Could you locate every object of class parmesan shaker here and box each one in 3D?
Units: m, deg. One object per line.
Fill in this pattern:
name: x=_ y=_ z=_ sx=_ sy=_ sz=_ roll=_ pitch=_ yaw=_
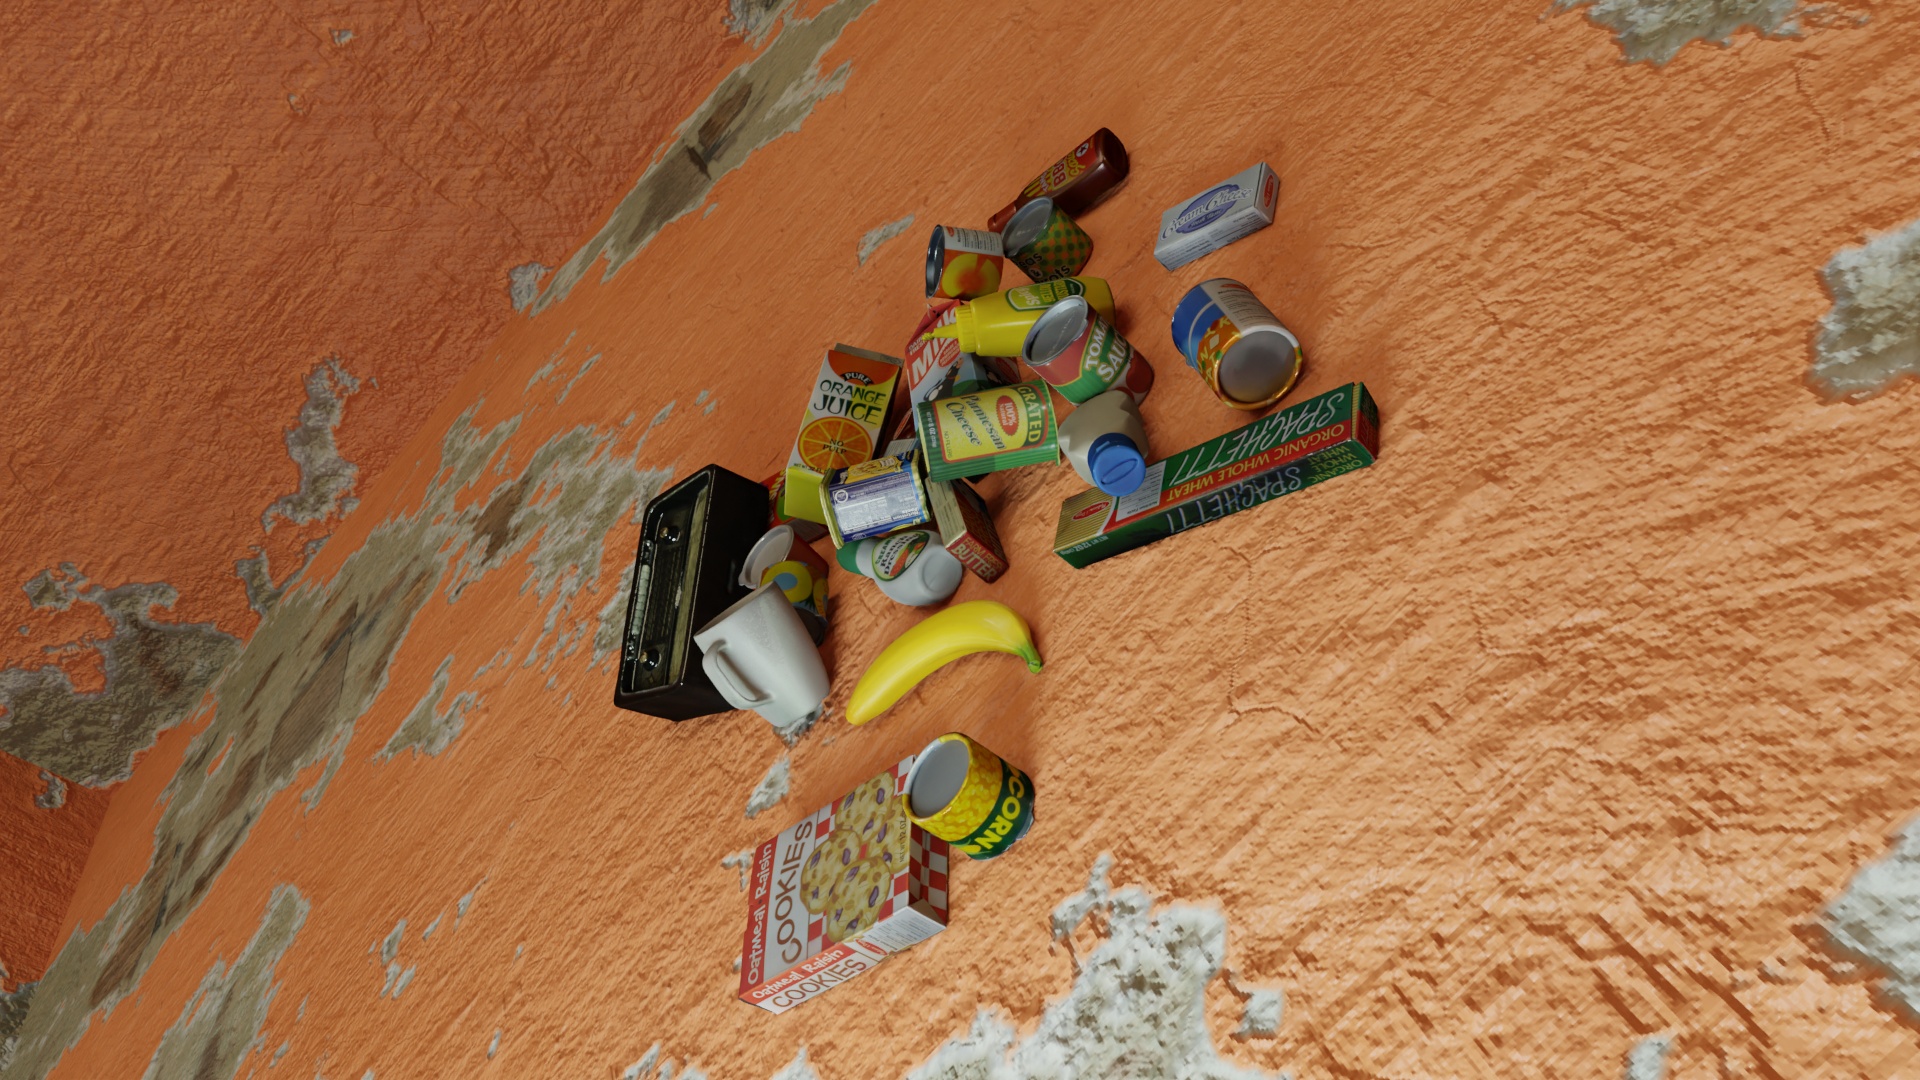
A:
parmesan shaker: x=0.022 y=-0.084 z=1.099 sx=0.103 sy=0.071 sz=0.071 roll=-11 pitch=35 yaw=-4

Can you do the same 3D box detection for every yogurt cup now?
yogurt cup: x=-0.160 y=0.027 z=1.285 sx=0.072 sy=0.054 sz=0.073 roll=-34 pitch=35 yaw=28

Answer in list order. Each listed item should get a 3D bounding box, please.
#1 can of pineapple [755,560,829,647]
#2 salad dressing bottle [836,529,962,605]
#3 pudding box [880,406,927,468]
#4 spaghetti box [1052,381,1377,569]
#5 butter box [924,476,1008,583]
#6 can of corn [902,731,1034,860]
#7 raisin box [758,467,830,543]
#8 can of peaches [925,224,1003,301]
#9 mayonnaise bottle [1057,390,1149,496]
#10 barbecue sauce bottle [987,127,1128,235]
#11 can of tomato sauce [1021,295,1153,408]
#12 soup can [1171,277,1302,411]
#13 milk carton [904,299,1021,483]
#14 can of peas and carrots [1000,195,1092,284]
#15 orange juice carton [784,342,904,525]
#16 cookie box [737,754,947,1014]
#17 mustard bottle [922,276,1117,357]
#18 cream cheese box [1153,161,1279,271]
can of pineapple: x=-0.149 y=0.060 z=1.225 sx=0.070 sy=0.071 sz=0.058 roll=-34 pitch=35 yaw=28
salad dressing bottle: x=-0.055 y=0.018 z=1.162 sx=0.064 sy=0.044 sz=0.147 roll=-54 pitch=29 yaw=-16
pudding box: x=-0.042 y=-0.083 z=1.265 sx=0.049 sy=0.030 sz=0.084 roll=-2 pitch=56 yaw=55
spaghetti box: x=0.166 y=-0.039 z=0.937 sx=0.249 sy=0.028 sz=0.050 roll=-22 pitch=41 yaw=41
butter box: x=0.004 y=-0.014 z=1.107 sx=0.024 sy=0.053 sz=0.104 roll=-41 pitch=32 yaw=15
can of corn: x=0.006 y=0.167 z=0.907 sx=0.071 sy=0.058 sz=0.071 roll=-34 pitch=35 yaw=28
raisin box: x=-0.171 y=-0.030 z=1.375 sx=0.123 sy=0.040 sz=0.086 roll=-25 pitch=41 yaw=39
can of peaches: x=0.003 y=-0.250 z=1.268 sx=0.071 sy=0.058 sz=0.071 roll=-175 pitch=89 yaw=-75
mayonnaise bottle: x=0.105 y=-0.068 z=0.995 sx=0.064 sy=0.041 sz=0.148 roll=-33 pitch=15 yaw=10
barbecue sauce bottle: x=0.092 y=-0.333 z=1.336 sx=0.148 sy=0.043 sz=0.065 roll=-29 pitch=38 yaw=35
can of tomato sauce: x=0.101 y=-0.139 z=1.078 sx=0.071 sy=0.083 sz=0.071 roll=-34 pitch=35 yaw=28
soup can: x=0.191 y=-0.135 z=0.971 sx=0.071 sy=0.071 sz=0.084 roll=-44 pitch=32 yaw=15
milk carton: x=0.003 y=-0.144 z=1.227 sx=0.073 sy=0.072 sz=0.191 roll=-39 pitch=32 yaw=22
can of peas and carrots: x=0.077 y=-0.270 z=1.273 sx=0.070 sy=0.058 sz=0.071 roll=-34 pitch=35 yaw=29
orange juice carton: x=-0.107 y=-0.111 z=1.316 sx=0.072 sy=0.072 sz=0.194 roll=104 pitch=179 yaw=-55
cookie box: x=-0.082 y=0.240 z=0.966 sx=0.167 sy=0.040 sz=0.123 roll=-34 pitch=35 yaw=28
mustard bottle: x=0.047 y=-0.181 z=1.152 sx=0.160 sy=0.048 sz=0.065 roll=-9 pitch=38 yaw=-2
cream cheese box: x=0.206 y=-0.261 z=1.124 sx=0.103 sy=0.024 sz=0.053 roll=-19 pitch=43 yaw=43
